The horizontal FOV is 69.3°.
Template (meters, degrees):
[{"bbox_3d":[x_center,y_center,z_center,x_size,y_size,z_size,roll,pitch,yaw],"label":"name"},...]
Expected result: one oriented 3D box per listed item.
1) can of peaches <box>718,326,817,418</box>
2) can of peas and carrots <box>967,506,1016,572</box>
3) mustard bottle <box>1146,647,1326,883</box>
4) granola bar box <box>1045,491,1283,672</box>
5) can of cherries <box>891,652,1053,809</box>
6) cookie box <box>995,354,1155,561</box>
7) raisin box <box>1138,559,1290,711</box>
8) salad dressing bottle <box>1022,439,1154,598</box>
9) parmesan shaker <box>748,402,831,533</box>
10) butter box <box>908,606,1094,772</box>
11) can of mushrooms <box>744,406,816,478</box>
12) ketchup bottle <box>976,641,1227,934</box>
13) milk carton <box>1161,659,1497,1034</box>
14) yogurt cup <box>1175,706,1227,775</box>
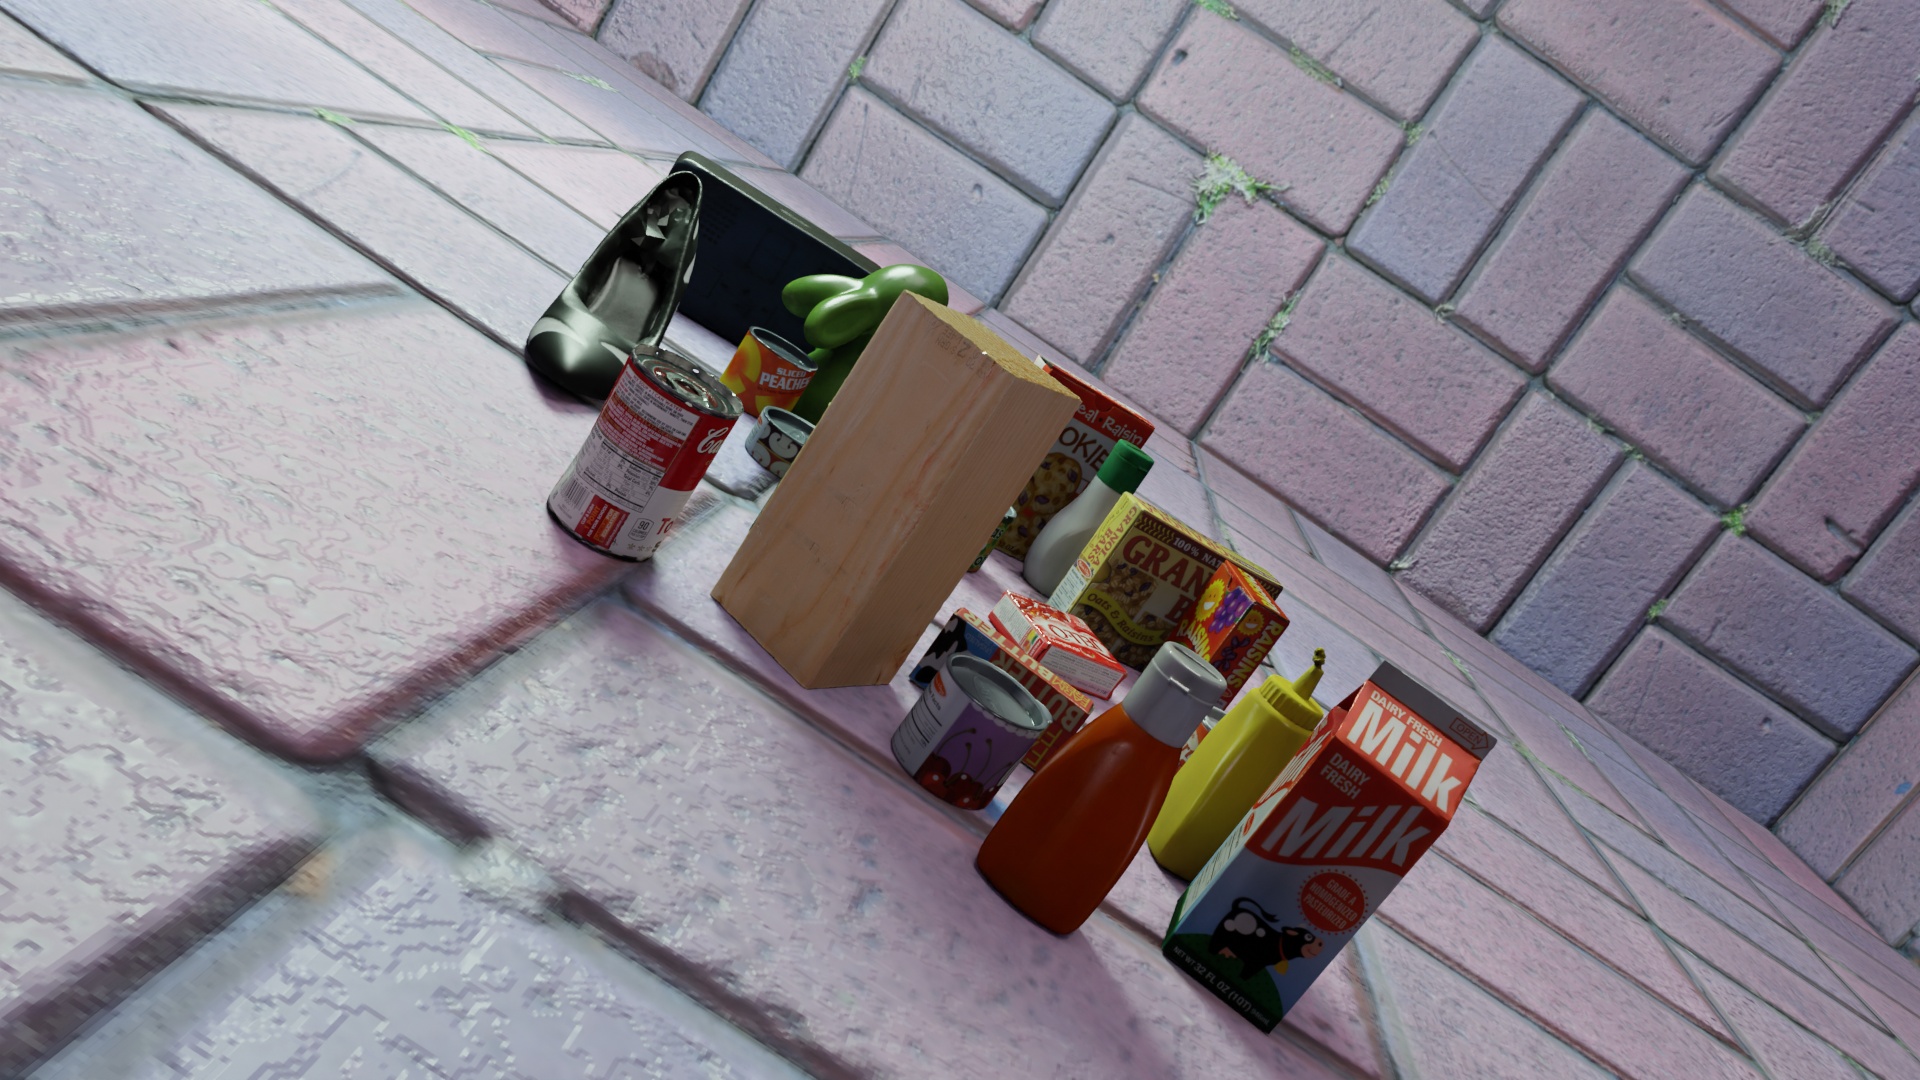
[{"bbox_3d":[-0.162,-0.137,1.168,0.071,0.058,0.071,32,14,-9],"label":"can of peaches"},{"bbox_3d":[0.004,-0.014,1.133,0.071,0.058,0.071,32,14,-9],"label":"can of peas and carrots"},{"bbox_3d":[0.173,0.131,0.832,0.049,0.160,0.065,32,14,-8],"label":"mustard bottle"},{"bbox_3d":[0.171,0.049,1.162,0.165,0.124,0.039,27,16,-28],"label":"granola bar box"},{"bbox_3d":[0.007,0.105,0.757,0.071,0.058,0.072,32,14,-9],"label":"can of cherries"},{"bbox_3d":[0.076,-0.064,1.234,0.123,0.167,0.040,26,16,-29],"label":"cookie box"},{"bbox_3d":[0.199,0.087,1.102,0.040,0.123,0.086,30,15,-15],"label":"raisin box"},{"bbox_3d":[0.112,-0.018,1.201,0.064,0.147,0.044,23,18,-38],"label":"salad dressing bottle"},{"bbox_3d":[-0.082,-0.028,0.902,0.071,0.103,0.071,32,14,-9],"label":"parmesan shaker"},{"bbox_3d":[0.025,0.092,0.850,0.103,0.053,0.024,36,14,6],"label":"butter box"},{"bbox_3d":[-0.129,-0.071,1.075,0.071,0.033,0.071,32,15,-9],"label":"can of mushrooms"},{"bbox_3d":[0.072,0.118,0.677,0.065,0.148,0.043,37,14,12],"label":"ketchup bottle"},{"bbox_3d":[0.194,0.157,0.734,0.072,0.190,0.073,37,14,9],"label":"milk carton"},{"bbox_3d":[0.182,0.157,0.979,0.072,0.053,0.072,32,14,-9],"label":"yogurt cup"}]
